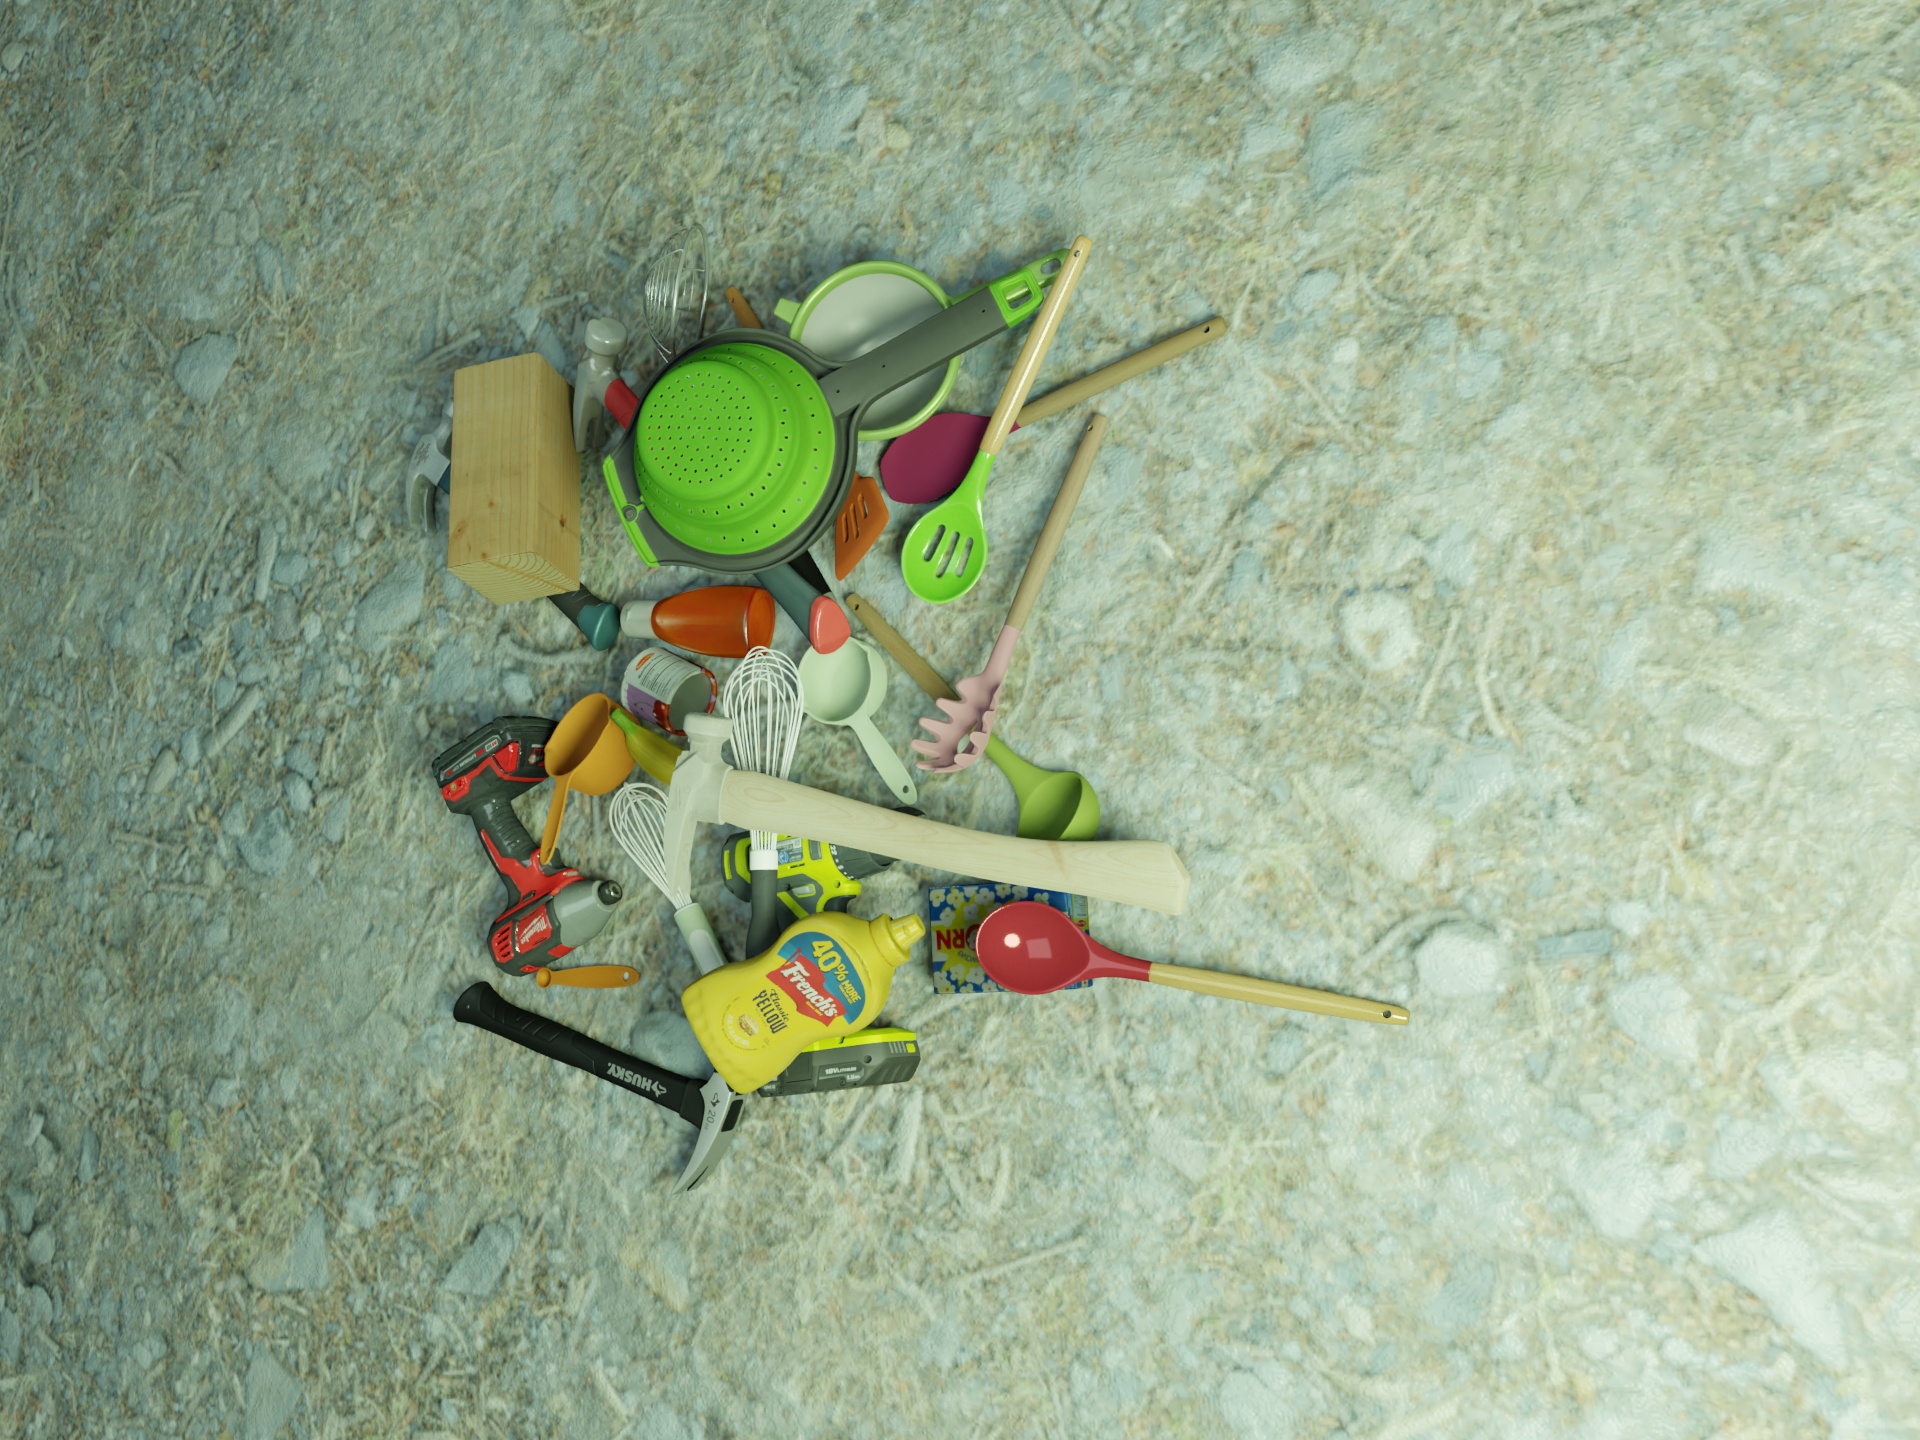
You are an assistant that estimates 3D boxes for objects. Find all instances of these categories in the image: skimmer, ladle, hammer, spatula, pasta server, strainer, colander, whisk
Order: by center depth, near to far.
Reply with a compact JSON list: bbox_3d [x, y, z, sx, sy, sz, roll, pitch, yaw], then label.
[{"bbox_3d":[0.164,0.186,1.155,0.315,0.031,0.069,8,86,18],"label":"ladle"},{"bbox_3d":[-0.034,0.099,1.199,0.411,0.038,0.146,10,93,17],"label":"hammer"},{"bbox_3d":[0.047,-0.100,1.245,0.060,0.040,0.316,16,81,46],"label":"pasta server"},{"bbox_3d":[-0.121,-0.260,1.263,0.397,0.094,0.204,-27,81,10],"label":"colander"},{"bbox_3d":[-0.002,-0.004,1.281,0.078,0.062,0.320,-50,62,12],"label":"ladle"},{"bbox_3d":[-0.160,0.080,1.284,0.070,0.070,0.285,-5,81,28],"label":"whisk"},{"bbox_3d":[-0.018,-0.324,1.329,0.256,0.069,0.151,-23,82,9],"label":"strainer"},{"bbox_3d":[-0.142,-0.266,1.396,0.081,0.041,0.323,-47,62,34],"label":"spatula"},{"bbox_3d":[-0.226,-0.185,1.399,0.387,0.038,0.143,48,141,24],"label":"hammer"},{"bbox_3d":[-0.244,0.160,1.401,0.058,0.059,0.246,-28,74,-6],"label":"whisk"},{"bbox_3d":[-0.180,-0.266,1.402,0.090,0.127,0.363,-29,81,-7],"label":"skimmer"},{"bbox_3d":[-0.335,0.309,1.438,0.335,0.035,0.146,13,90,30],"label":"hammer"},{"bbox_3d":[-0.437,-0.180,1.553,0.331,0.033,0.128,42,103,26],"label":"hammer"}]

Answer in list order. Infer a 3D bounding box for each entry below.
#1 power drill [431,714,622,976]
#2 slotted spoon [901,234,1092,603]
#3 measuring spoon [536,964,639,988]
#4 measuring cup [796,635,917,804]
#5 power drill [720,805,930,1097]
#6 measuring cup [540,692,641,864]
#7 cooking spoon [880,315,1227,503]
[{"bbox_3d":[-0.396,0.112,1.474,0.143,0.078,0.220,-29,74,23],"label":"power drill"},{"bbox_3d":[0.035,-0.239,1.279,0.070,0.031,0.313,27,106,8],"label":"slotted spoon"},{"bbox_3d":[-0.343,0.237,1.467,0.117,0.011,0.021,-5,81,25],"label":"measuring spoon"},{"bbox_3d":[-0.074,0.002,1.330,0.083,0.038,0.168,-40,69,19],"label":"measuring cup"},{"bbox_3d":[-0.100,0.184,1.300,0.190,0.080,0.229,-14,75,28],"label":"power drill"},{"bbox_3d":[-0.334,0.060,1.423,0.095,0.052,0.174,-20,50,36],"label":"measuring cup"},{"bbox_3d":[0.069,-0.254,1.291,0.319,0.017,0.069,-21,79,26],"label":"cooking spoon"}]
